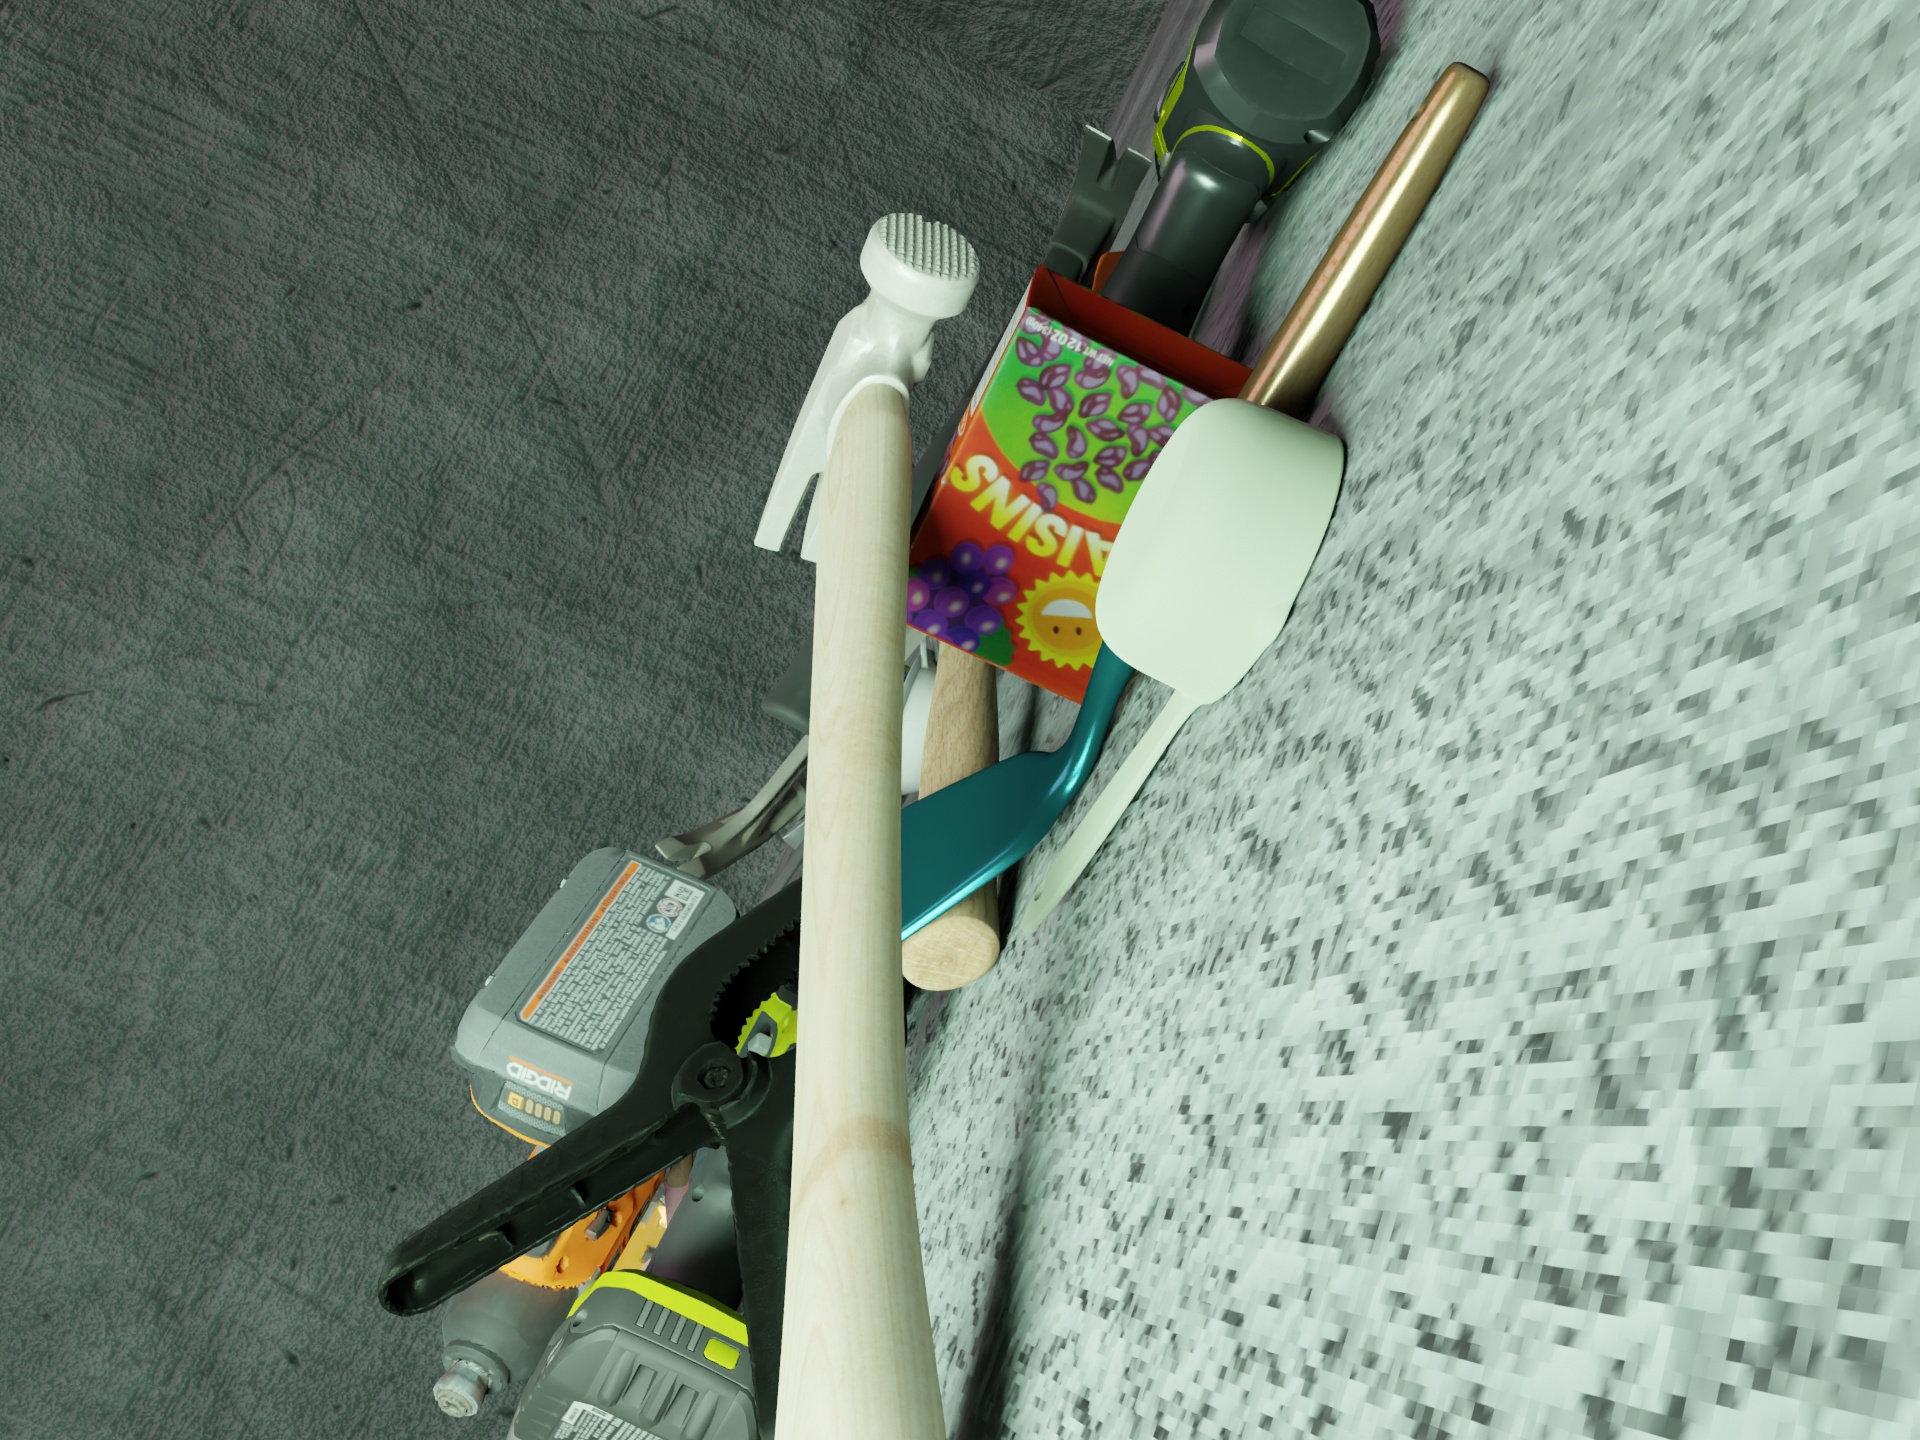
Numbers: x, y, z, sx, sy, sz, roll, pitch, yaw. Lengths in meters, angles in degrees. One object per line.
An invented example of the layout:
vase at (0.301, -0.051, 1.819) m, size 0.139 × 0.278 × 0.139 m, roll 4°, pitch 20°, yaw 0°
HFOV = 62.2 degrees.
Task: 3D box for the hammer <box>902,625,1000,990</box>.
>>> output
hammer at (-0.001, -0.002, 0.667) m, size 0.130 × 0.031 × 0.332 m, roll -32°, pitch 24°, yaw 19°

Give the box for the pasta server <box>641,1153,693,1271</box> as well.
pasta server at (-0.155, 0.217, 0.828) m, size 0.060 × 0.040 × 0.316 m, roll -48°, pitch -30°, yaw -50°

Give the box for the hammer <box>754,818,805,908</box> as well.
hammer at (-0.145, 0.148, 0.955) m, size 0.144 × 0.035 × 0.406 m, roll -35°, pitch 15°, yaw 40°

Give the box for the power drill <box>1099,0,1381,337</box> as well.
power drill at (0.072, -0.164, 0.631) m, size 0.228 × 0.080 × 0.190 m, roll -63°, pitch 4°, yaw 4°

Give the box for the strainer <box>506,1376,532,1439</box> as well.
strainer at (-0.236, 0.422, 0.989) m, size 0.256 × 0.069 × 0.152 m, roll 119°, pitch 173°, yaw -47°

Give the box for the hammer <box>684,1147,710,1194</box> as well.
hammer at (-0.131, 0.265, 0.736) m, size 0.387 × 0.038 × 0.143 m, roll -78°, pitch 12°, yaw -47°

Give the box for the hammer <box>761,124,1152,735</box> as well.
hammer at (0.000, -0.132, 0.744) m, size 0.335 × 0.035 × 0.146 m, roll -61°, pitch 0°, yaw -23°

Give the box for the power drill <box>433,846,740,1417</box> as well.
power drill at (-0.169, 0.183, 0.680) m, size 0.164 × 0.084 × 0.226 m, roll -62°, pitch -7°, yaw -51°

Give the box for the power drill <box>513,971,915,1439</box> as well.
power drill at (-0.081, 0.173, 0.619) m, size 0.171 × 0.080 × 0.223 m, roll -60°, pitch 5°, yaw 51°

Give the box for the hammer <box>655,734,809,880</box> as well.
hammer at (-0.031, -0.053, 0.872) m, size 0.359 × 0.037 × 0.149 m, roll -50°, pitch -8°, yaw 23°

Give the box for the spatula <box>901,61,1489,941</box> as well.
spatula at (0.053, -0.049, 0.479) m, size 0.082 × 0.044 × 0.317 m, roll -80°, pitch 17°, yaw -58°

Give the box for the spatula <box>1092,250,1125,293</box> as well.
spatula at (0.109, -0.259, 0.850) m, size 0.323 × 0.041 × 0.081 m, roll -70°, pitch -13°, yaw -53°

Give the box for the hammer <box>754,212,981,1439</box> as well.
hammer at (-0.032, 0.031, 0.435) m, size 0.146 × 0.038 × 0.411 m, roll 121°, pitch 156°, yaw -43°

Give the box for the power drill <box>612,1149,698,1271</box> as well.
power drill at (-0.168, 0.252, 1.055) m, size 0.226 × 0.084 × 0.185 m, roll -84°, pitch 19°, yaw -59°

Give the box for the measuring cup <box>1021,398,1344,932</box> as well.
measuring cup at (0.043, -0.011, 0.429) m, size 0.167 × 0.038 × 0.083 m, roll -60°, pitch 8°, yaw 26°

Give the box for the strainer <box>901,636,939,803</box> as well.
strainer at (-0.039, 0.069, 0.843) m, size 0.087 × 0.050 × 0.258 m, roll -26°, pitch -43°, yaw -74°
